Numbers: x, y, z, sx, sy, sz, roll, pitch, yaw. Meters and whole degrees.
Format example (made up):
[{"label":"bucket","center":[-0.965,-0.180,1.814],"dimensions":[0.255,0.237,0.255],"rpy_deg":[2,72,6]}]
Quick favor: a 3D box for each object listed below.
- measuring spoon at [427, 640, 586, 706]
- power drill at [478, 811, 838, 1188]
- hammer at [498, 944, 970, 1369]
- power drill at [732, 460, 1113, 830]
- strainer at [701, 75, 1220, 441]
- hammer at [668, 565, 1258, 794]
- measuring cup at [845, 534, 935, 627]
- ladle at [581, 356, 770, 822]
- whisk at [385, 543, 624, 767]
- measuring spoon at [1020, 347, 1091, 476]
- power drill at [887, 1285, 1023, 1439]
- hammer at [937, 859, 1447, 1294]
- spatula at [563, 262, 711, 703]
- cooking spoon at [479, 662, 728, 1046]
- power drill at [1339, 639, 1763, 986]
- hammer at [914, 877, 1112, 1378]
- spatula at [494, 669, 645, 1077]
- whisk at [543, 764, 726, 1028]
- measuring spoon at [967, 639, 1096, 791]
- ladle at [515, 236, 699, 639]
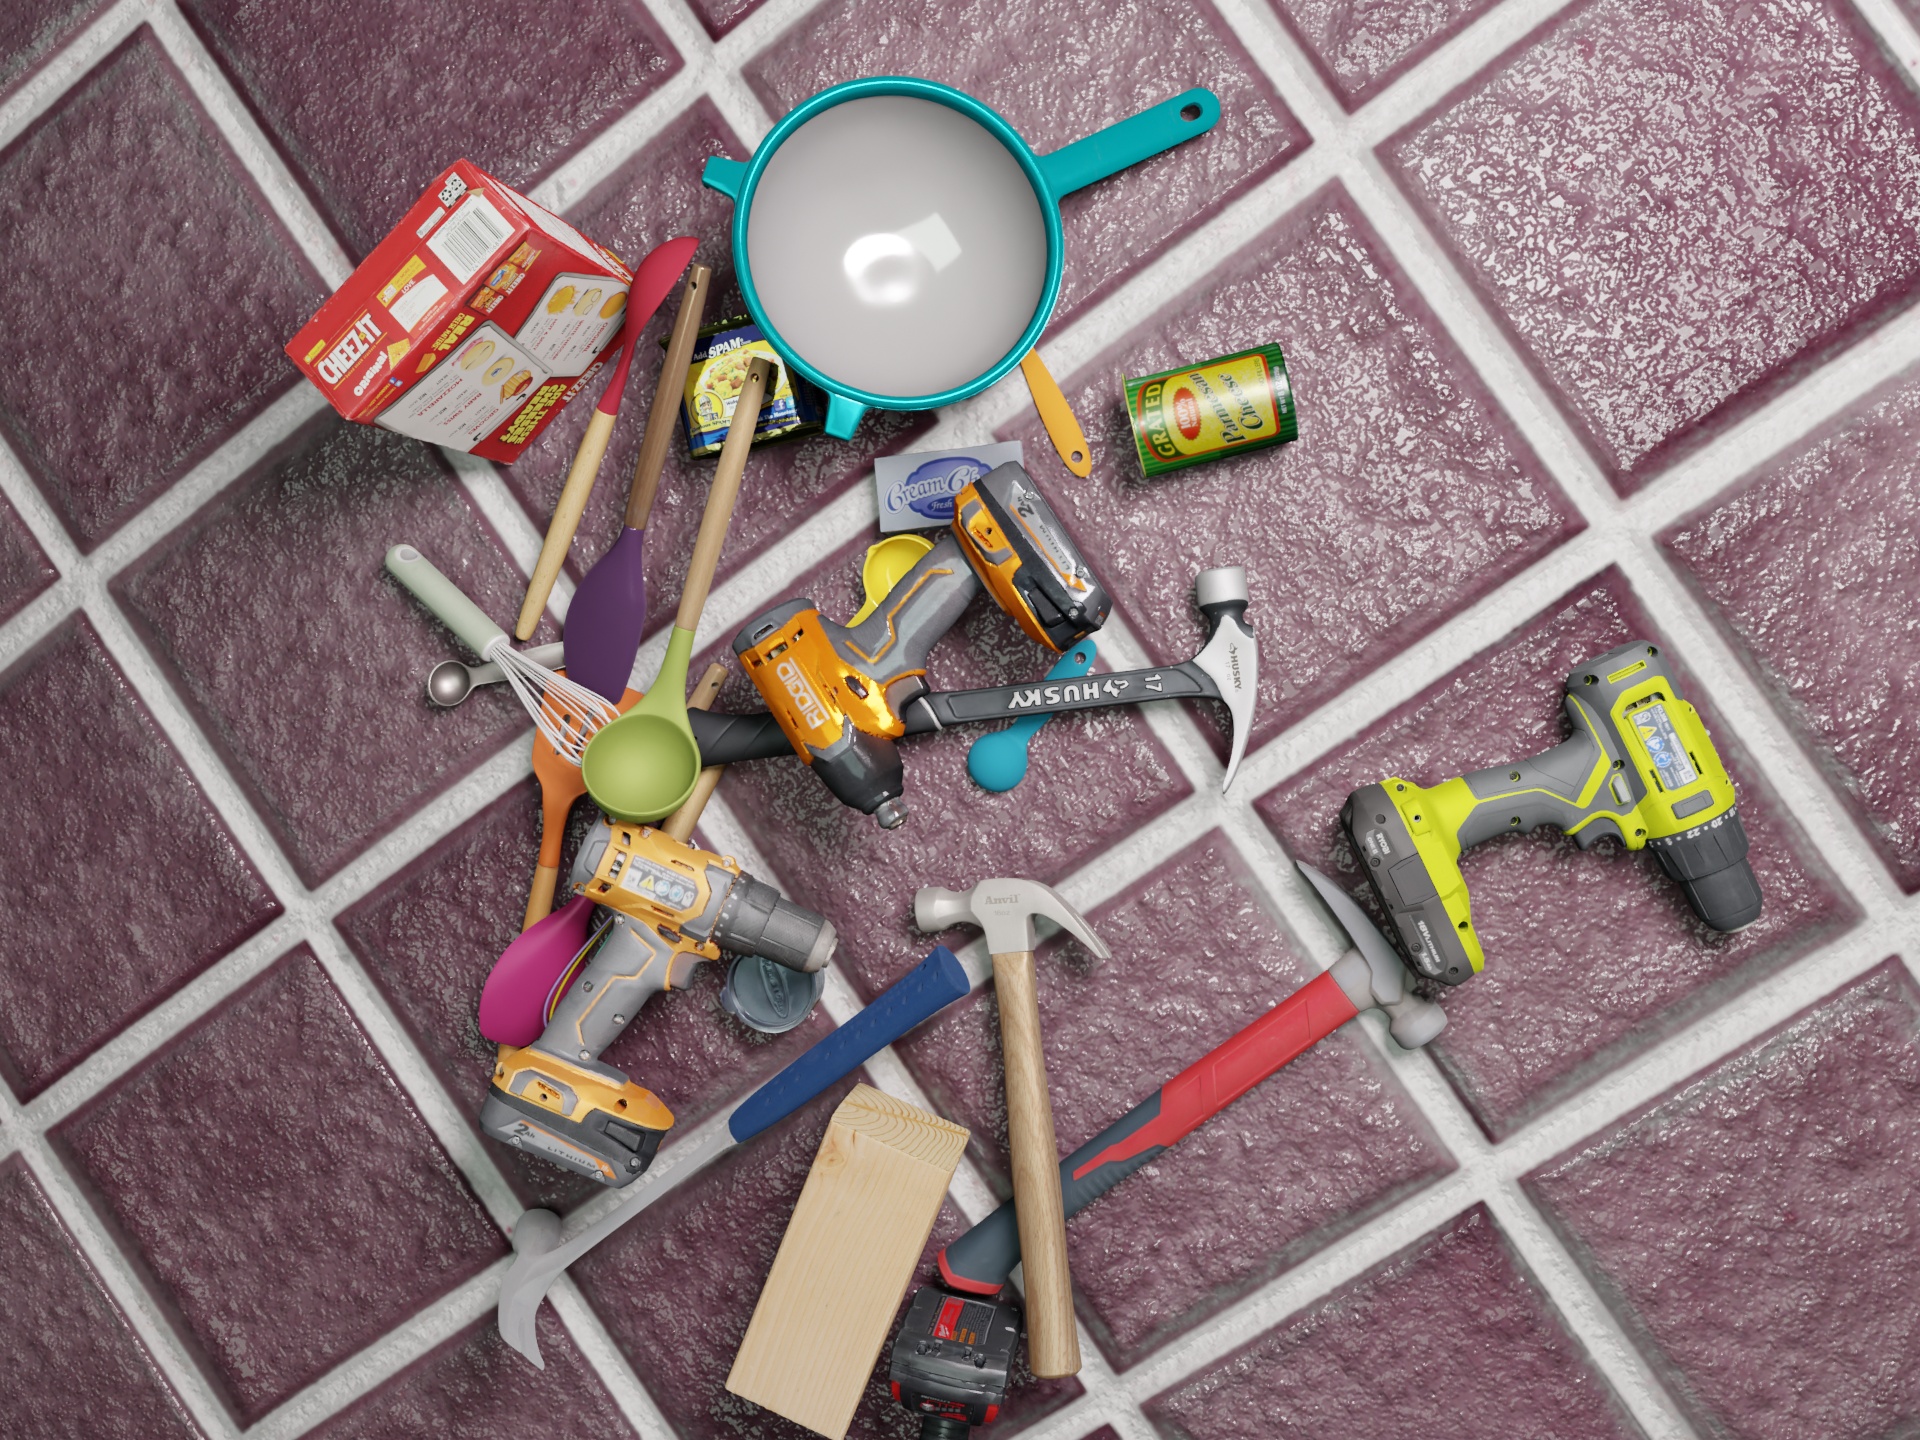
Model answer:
[{"label":"measuring spoon","center":[-0.327,-0.037,1.160],"dimensions":[0.124,0.018,0.034],"rpy_deg":[-14,78,3]},{"label":"power drill","center":[-0.203,0.196,1.079],"dimensions":[0.185,0.084,0.226],"rpy_deg":[23,85,-2]},{"label":"hammer","center":[-0.161,0.290,1.088],"dimensions":[0.405,0.144,0.035],"rpy_deg":[-38,111,9]},{"label":"power drill","center":[-0.017,-0.044,1.031],"dimensions":[0.226,0.084,0.164],"rpy_deg":[-33,82,9]},{"label":"strainer","center":[0.012,-0.330,1.054],"dimensions":[0.340,0.095,0.211],"rpy_deg":[-27,94,-9]},{"label":"hammer","center":[-0.002,-0.003,1.080],"dimensions":[0.409,0.036,0.149],"rpy_deg":[-7,82,9]},{"label":"measuring cup","center":[-0.067,-0.066,1.112],"dimensions":[0.062,0.029,0.156],"rpy_deg":[41,111,-1]},{"label":"ladle","center":[-0.178,-0.086,1.056],"dimensions":[0.078,0.062,0.320],"rpy_deg":[17,95,-1]},{"label":"whisk","center":[-0.325,-0.046,1.132],"dimensions":[0.246,0.058,0.059],"rpy_deg":[41,134,15]},{"label":"measuring spoon","center":[0.060,-0.219,1.082],"dimensions":[0.021,0.011,0.117],"rpy_deg":[-26,89,10]},{"label":"power drill","center":[-0.021,0.518,1.061],"dimensions":[0.080,0.188,0.227],"rpy_deg":[10,91,8]},{"label":"hammer","center":[0.131,0.259,1.090],"dimensions":[0.386,0.038,0.143],"rpy_deg":[-38,86,10]},{"label":"spatula","center":[-0.220,-0.158,1.091],"dimensions":[0.060,0.018,0.315],"rpy_deg":[24,111,10]},{"label":"cooking spoon","center":[-0.251,0.098,1.141],"dimensions":[0.068,0.017,0.319],"rpy_deg":[28,94,-37]},{"label":"power drill","center":[0.380,0.079,1.018],"dimensions":[0.228,0.080,0.190],"rpy_deg":[-25,89,7]},{"label":"hammer","center":[0.050,0.271,1.076],"dimensions":[0.130,0.031,0.331],"rpy_deg":[-8,84,18]},{"label":"spatula","center":[-0.301,0.126,1.162],"dimensions":[0.081,0.041,0.322],"rpy_deg":[16,100,8]},{"label":"whisk","center":[-0.226,0.132,1.140],"dimensions":[0.047,0.051,0.245],"rpy_deg":[30,94,41]},{"label":"measuring spoon","center":[0.051,-0.004,1.093],"dimensions":[0.042,0.021,0.128],"rpy_deg":[39,99,5]},{"label":"ladle","center":[-0.252,-0.190,1.098],"dimensions":[0.031,0.069,0.315],"rpy_deg":[20,113,-17]}]
